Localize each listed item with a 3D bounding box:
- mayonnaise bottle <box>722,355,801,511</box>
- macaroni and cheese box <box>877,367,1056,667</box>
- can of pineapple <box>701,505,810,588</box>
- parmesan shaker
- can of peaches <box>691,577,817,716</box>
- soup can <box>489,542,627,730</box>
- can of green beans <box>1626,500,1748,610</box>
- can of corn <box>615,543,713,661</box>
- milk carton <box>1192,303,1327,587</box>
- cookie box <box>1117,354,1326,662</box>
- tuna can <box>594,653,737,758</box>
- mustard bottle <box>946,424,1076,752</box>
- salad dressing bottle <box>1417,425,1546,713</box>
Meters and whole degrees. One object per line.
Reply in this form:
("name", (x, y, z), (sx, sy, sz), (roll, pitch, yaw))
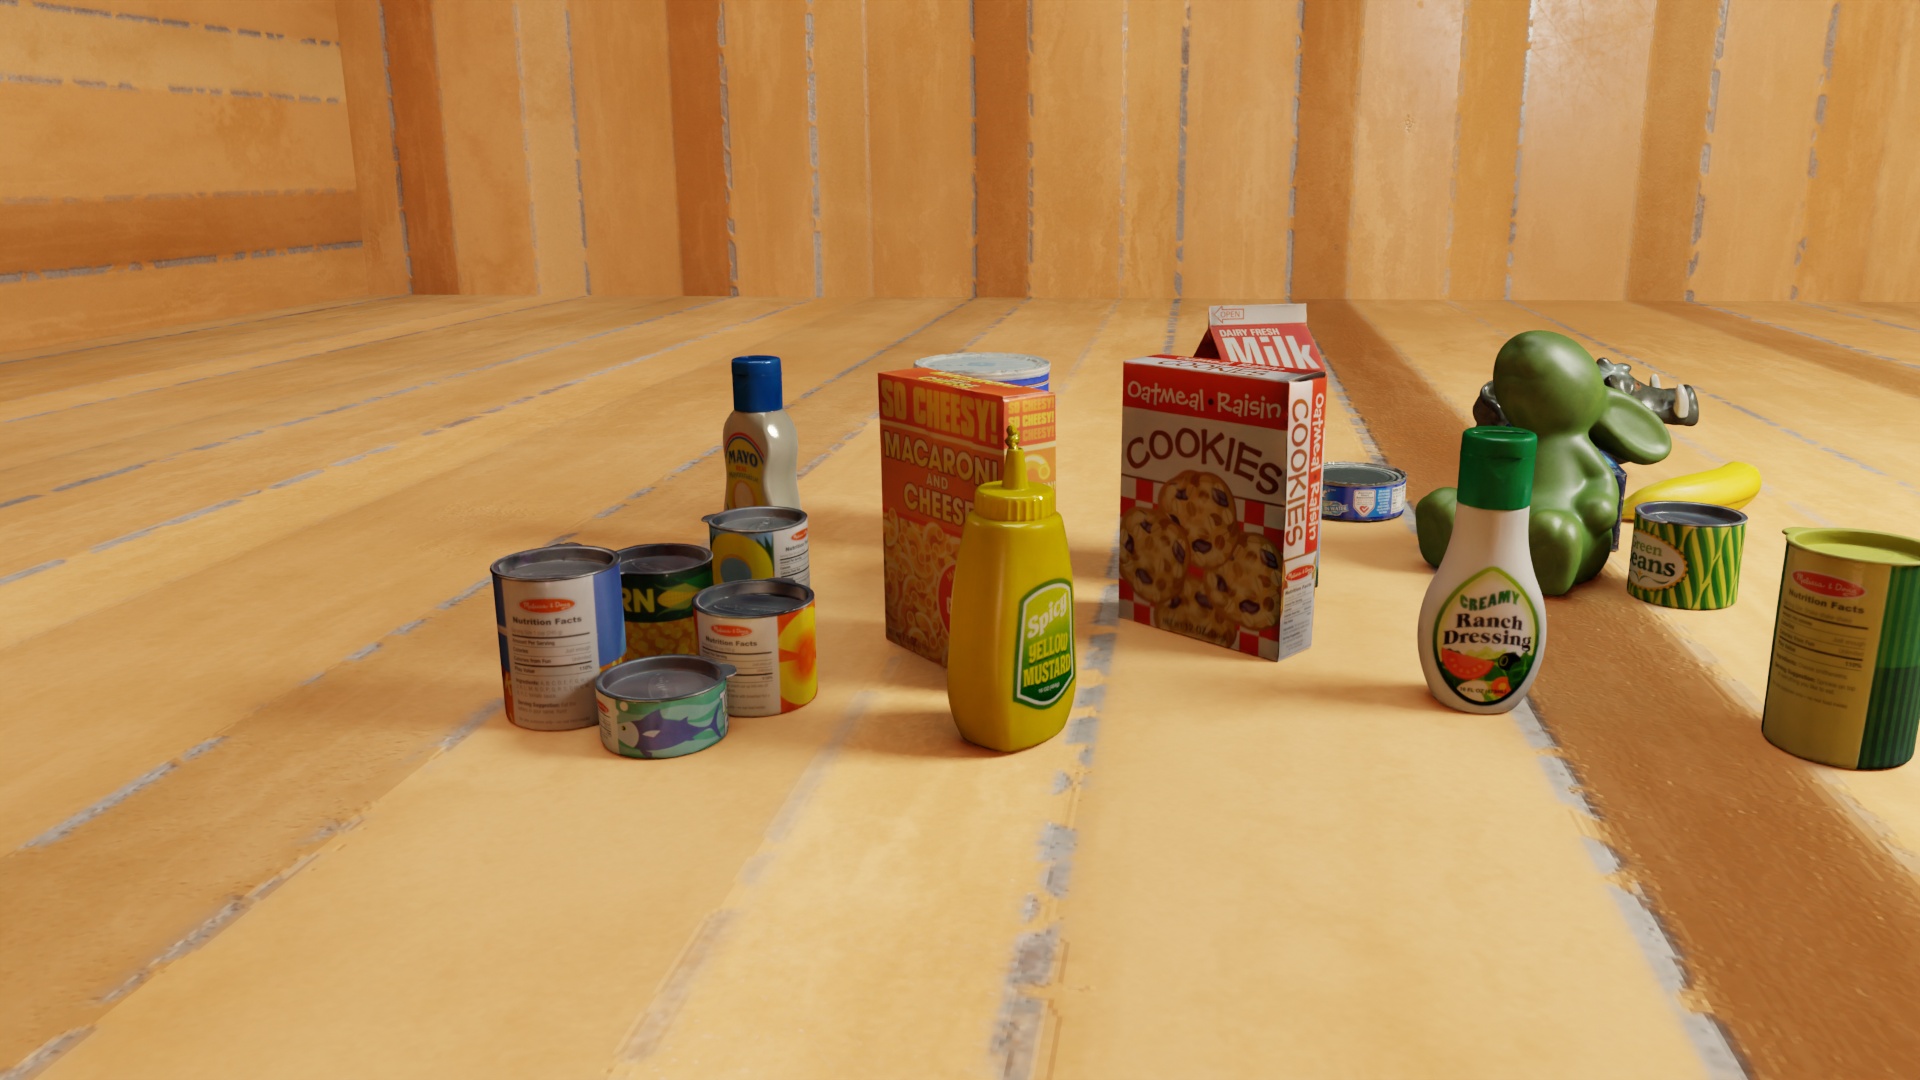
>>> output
("mayonnaise bottle", (-0.149, -0.061, 1.028), (0.065, 0.147, 0.041), (10, 18, 36))
("macaroni and cheese box", (0.003, -0.010, 0.798), (0.040, 0.166, 0.124), (-11, 18, -35))
("can of pineapple", (-0.136, 0.012, 0.929), (0.071, 0.057, 0.071), (-1, 15, 0))
("parmesan shaker", (0.431, 0.051, 0.678), (0.071, 0.102, 0.071), (-1, 15, 0))
("can of peaches", (-0.111, 0.057, 0.760), (0.071, 0.058, 0.071), (-1, 15, 0))
("soup can", (-0.212, 0.050, 0.743), (0.071, 0.083, 0.071), (-1, 15, 0))
("can of green beans", (0.477, 0.009, 0.914), (0.071, 0.057, 0.071), (-1, 15, 0))
("can of corn", (-0.182, 0.038, 0.833), (0.071, 0.058, 0.071), (-1, 15, 0))
("milk carton", (0.200, -0.065, 0.946), (0.072, 0.190, 0.073), (-4, 15, -11))
("cookie box", (0.155, -0.024, 0.841), (0.040, 0.167, 0.123), (-14, 20, -41))
("tuna can", (-0.150, 0.084, 0.712), (0.071, 0.032, 0.071), (-1, 15, 0))
("mustard bottle", (0.026, 0.023, 0.688), (0.049, 0.159, 0.065), (12, 20, 41))
("salad dressing bottle", (0.276, 0.015, 0.730), (0.064, 0.147, 0.044), (2, 15, 11))
